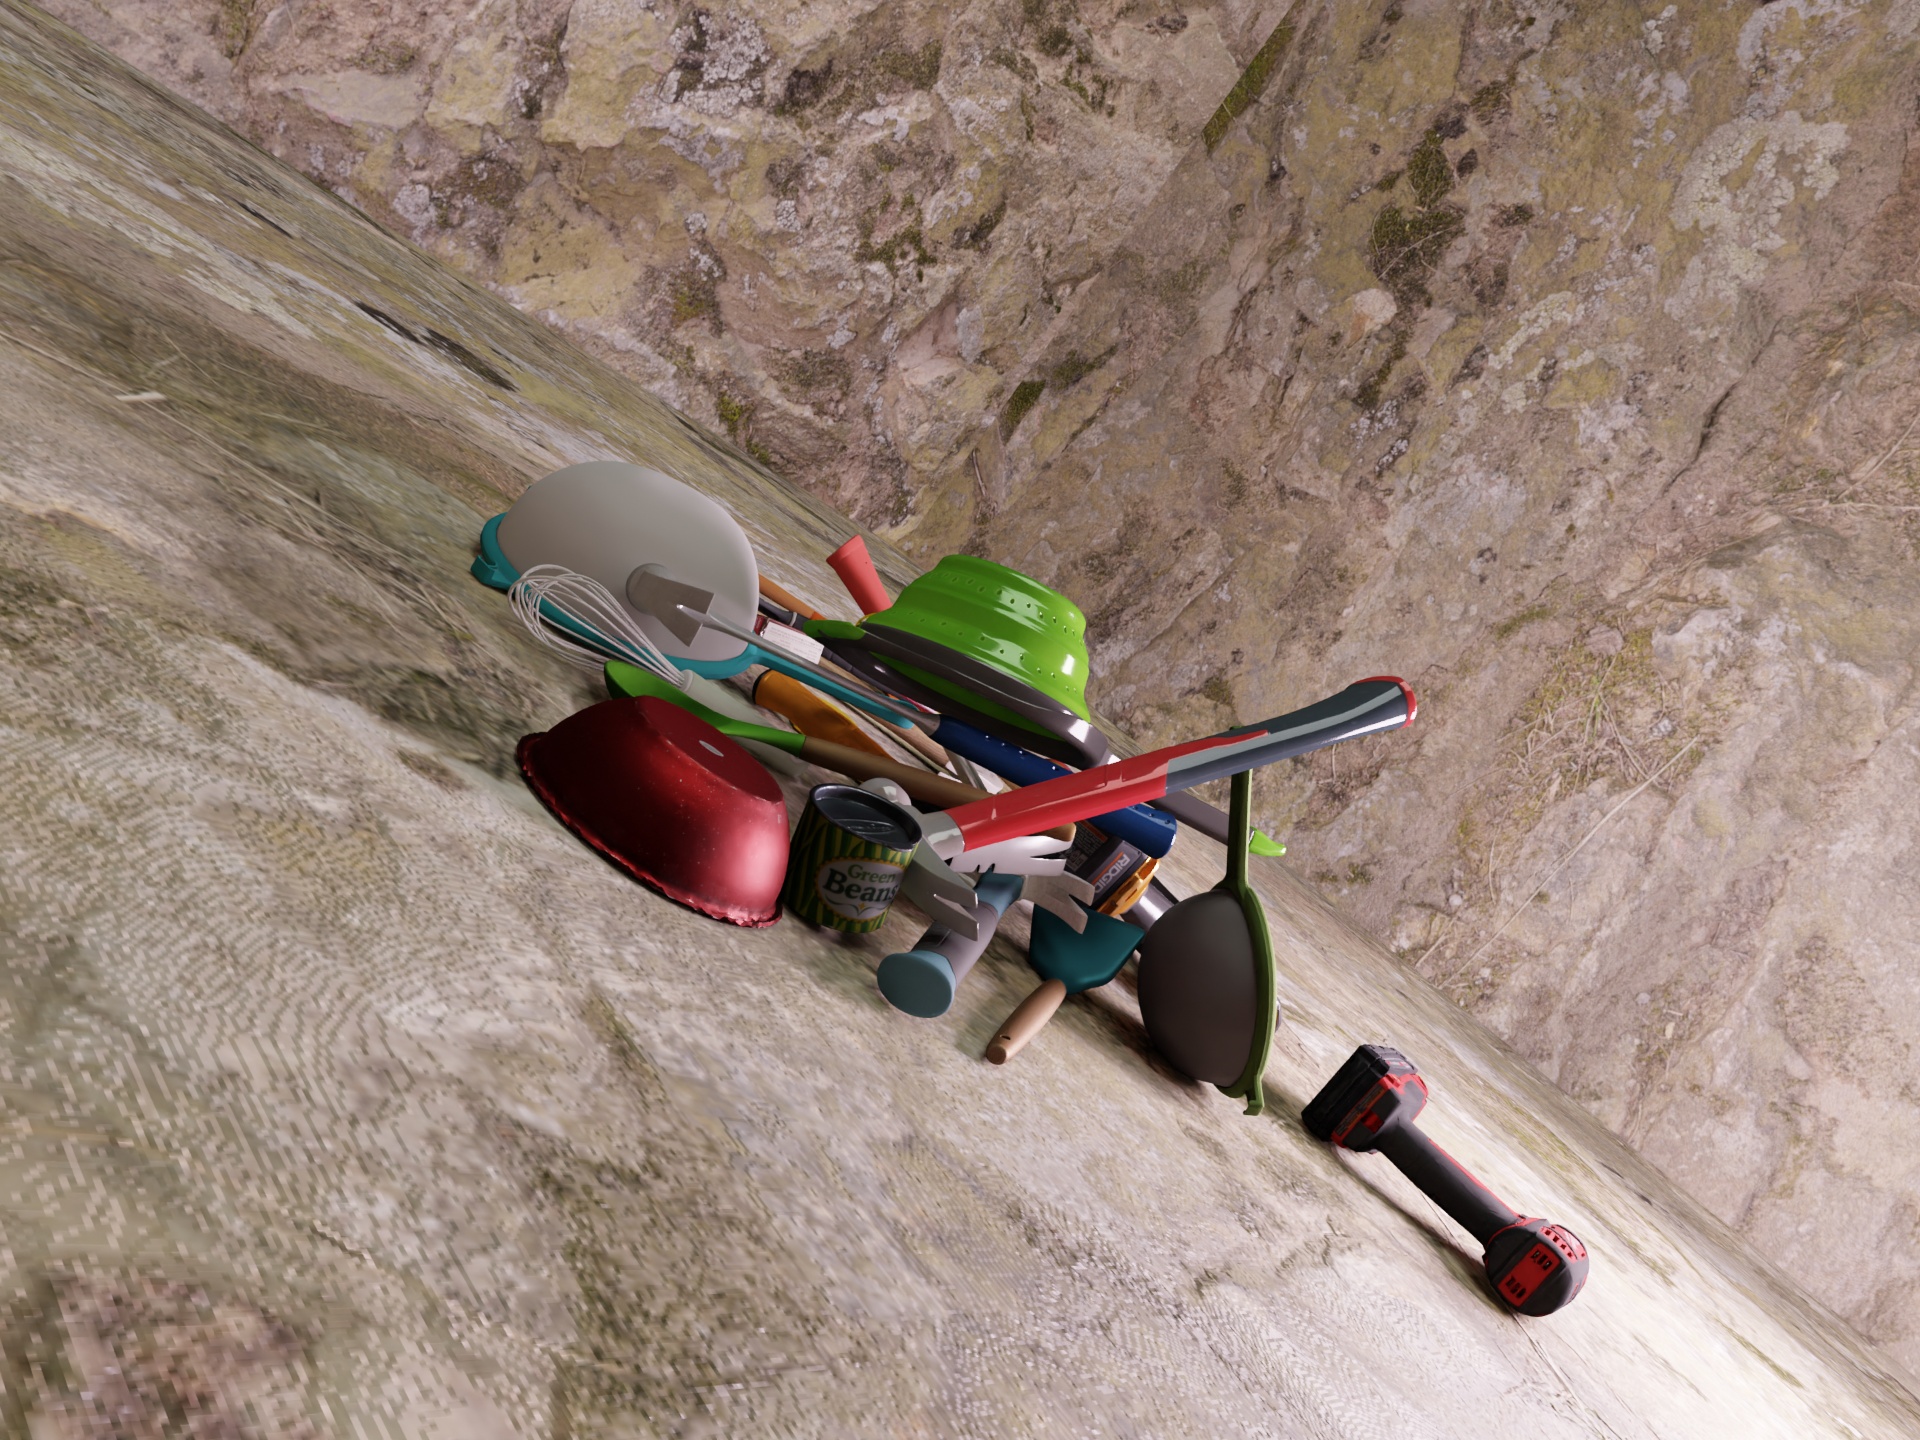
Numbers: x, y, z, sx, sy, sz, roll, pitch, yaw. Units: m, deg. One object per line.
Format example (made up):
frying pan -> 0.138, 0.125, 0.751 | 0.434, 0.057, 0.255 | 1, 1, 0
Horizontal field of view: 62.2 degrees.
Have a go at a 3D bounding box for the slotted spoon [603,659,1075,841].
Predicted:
slotted spoon -> -0.075, 0.025, 1.002 | 0.313, 0.031, 0.070 | 18, 13, -7

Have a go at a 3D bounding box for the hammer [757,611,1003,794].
hammer -> -0.099, -0.025, 1.514 | 0.331, 0.031, 0.130 | 36, 7, -3

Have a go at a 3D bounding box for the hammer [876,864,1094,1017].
hammer -> 0.006, 0.122, 0.973 | 0.128, 0.033, 0.331 | 15, 8, 9

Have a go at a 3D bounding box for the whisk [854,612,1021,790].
whisk -> 0.000, -0.004, 1.264 | 0.244, 0.047, 0.051 | 46, 5, -34

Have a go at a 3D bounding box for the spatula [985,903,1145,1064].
spatula -> 0.055, 0.162, 0.992 | 0.082, 0.044, 0.317 | 17, 5, 11

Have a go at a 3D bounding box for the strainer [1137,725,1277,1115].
strainer -> 0.162, 0.130, 1.084 | 0.069, 0.256, 0.151 | 1, 7, -10

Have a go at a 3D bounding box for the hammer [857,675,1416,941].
hammer -> 0.134, 0.038, 0.982 | 0.386, 0.038, 0.143 | -14, 29, -23

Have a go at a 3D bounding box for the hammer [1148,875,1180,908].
hammer -> 0.151, 0.140, 1.426 | 0.146, 0.035, 0.334 | 43, 1, 39

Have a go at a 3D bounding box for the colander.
colander -> 0.087, -0.017, 1.123 | 0.396, 0.094, 0.204 | 27, -7, -22

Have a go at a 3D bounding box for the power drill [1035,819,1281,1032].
power drill -> 0.141, 0.150, 1.259 | 0.226, 0.084, 0.185 | 46, -3, -25

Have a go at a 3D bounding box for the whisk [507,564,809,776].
whisk -> -0.192, -0.027, 1.050 | 0.246, 0.059, 0.058 | 36, 44, -34

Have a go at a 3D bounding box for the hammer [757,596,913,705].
hammer -> -0.158, -0.094, 1.379 | 0.408, 0.036, 0.149 | 30, -16, -31

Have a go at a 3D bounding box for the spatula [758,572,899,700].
spatula -> -0.187, -0.118, 1.741 | 0.322, 0.041, 0.081 | 33, 6, 4

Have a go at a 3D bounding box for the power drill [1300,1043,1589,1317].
power drill -> 0.372, 0.347, 1.192 | 0.220, 0.078, 0.143 | 44, 10, 30

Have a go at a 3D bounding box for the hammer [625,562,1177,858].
hammer -> -0.027, 0.000, 1.049 | 0.405, 0.035, 0.144 | 26, 1, -20

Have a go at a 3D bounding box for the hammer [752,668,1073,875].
hammer -> -0.058, 0.030, 1.148 | 0.127, 0.034, 0.337 | 7, 16, -35

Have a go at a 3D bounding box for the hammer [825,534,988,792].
hammer -> -0.021, -0.013, 1.360 | 0.149, 0.036, 0.359 | 22, 34, -58

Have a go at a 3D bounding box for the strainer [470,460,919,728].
strainer -> -0.168, -0.099, 1.146 | 0.340, 0.095, 0.211 | 25, 20, -13

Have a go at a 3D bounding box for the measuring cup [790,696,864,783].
measuring cup -> -0.078, 0.029, 1.262 | 0.157, 0.029, 0.062 | 40, 8, 38
